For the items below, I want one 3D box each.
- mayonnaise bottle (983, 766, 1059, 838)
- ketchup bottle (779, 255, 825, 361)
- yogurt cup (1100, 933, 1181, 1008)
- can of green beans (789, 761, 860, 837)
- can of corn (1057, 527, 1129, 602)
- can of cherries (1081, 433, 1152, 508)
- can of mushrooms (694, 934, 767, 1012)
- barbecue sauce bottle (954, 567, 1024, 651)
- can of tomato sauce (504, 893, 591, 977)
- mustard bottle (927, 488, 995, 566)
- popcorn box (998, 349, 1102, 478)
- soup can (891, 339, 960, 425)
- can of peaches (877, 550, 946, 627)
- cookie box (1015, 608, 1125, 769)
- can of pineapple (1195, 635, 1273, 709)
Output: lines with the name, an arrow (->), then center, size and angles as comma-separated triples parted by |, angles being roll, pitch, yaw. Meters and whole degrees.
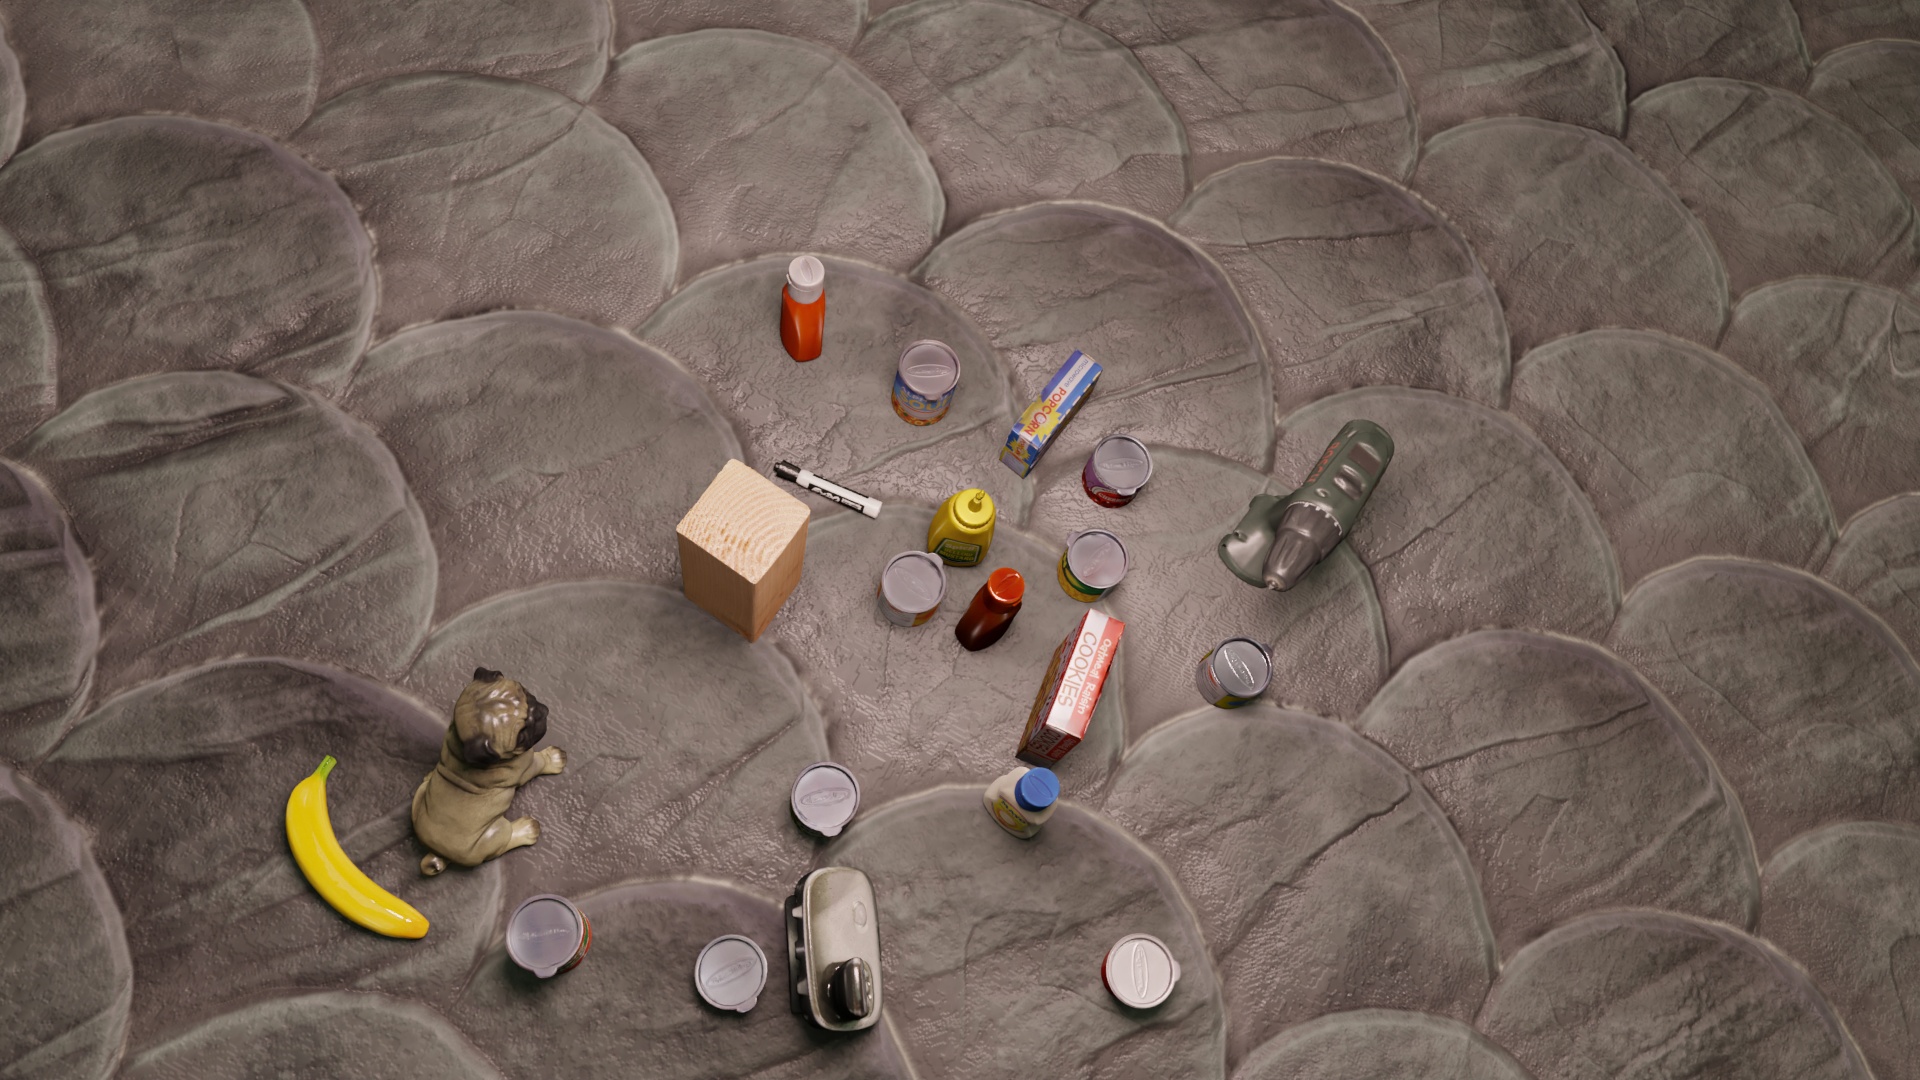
mayonnaise bottle -> 0.062, 0.247, 1.327 | 0.065, 0.147, 0.041 | 43, 70, 7
ketchup bottle -> -0.167, -0.248, 1.470 | 0.043, 0.148, 0.065 | -17, 74, -14
yogurt cup -> 0.168, 0.414, 1.334 | 0.072, 0.053, 0.072 | 3, 70, -8
can of green beans -> -0.132, 0.252, 1.344 | 0.071, 0.057, 0.071 | 3, 70, -8
can of corn -> 0.137, 0.025, 1.467 | 0.071, 0.058, 0.071 | 3, 70, -8
can of cherries -> 0.169, -0.072, 1.507 | 0.071, 0.058, 0.071 | 3, 70, -8
can of mushrooms -> -0.212, 0.403, 1.290 | 0.071, 0.033, 0.071 | 3, 70, -8
barbecue sauce bottle -> 0.034, 0.067, 1.388 | 0.065, 0.148, 0.044 | -36, 80, -18
can of tomato sauce -> -0.370, 0.359, 1.255 | 0.071, 0.082, 0.071 | 3, 70, -8
mustard bottle -> 0.005, -0.018, 1.407 | 0.065, 0.159, 0.049 | 11, 70, -5
popcorn box -> 0.098, -0.137, 1.505 | 0.038, 0.085, 0.127 | 37, 69, 5
soup can -> -0.038, -0.166, 1.495 | 0.071, 0.083, 0.071 | 3, 70, -8
can of peaches -> -0.049, 0.049, 1.430 | 0.071, 0.058, 0.071 | 3, 70, -8
cookie box -> 0.106, 0.149, 1.359 | 0.040, 0.166, 0.123 | 23, 69, 0
can of pineapple -> 0.287, 0.138, 1.450 | 0.071, 0.057, 0.071 | 3, 70, -8
